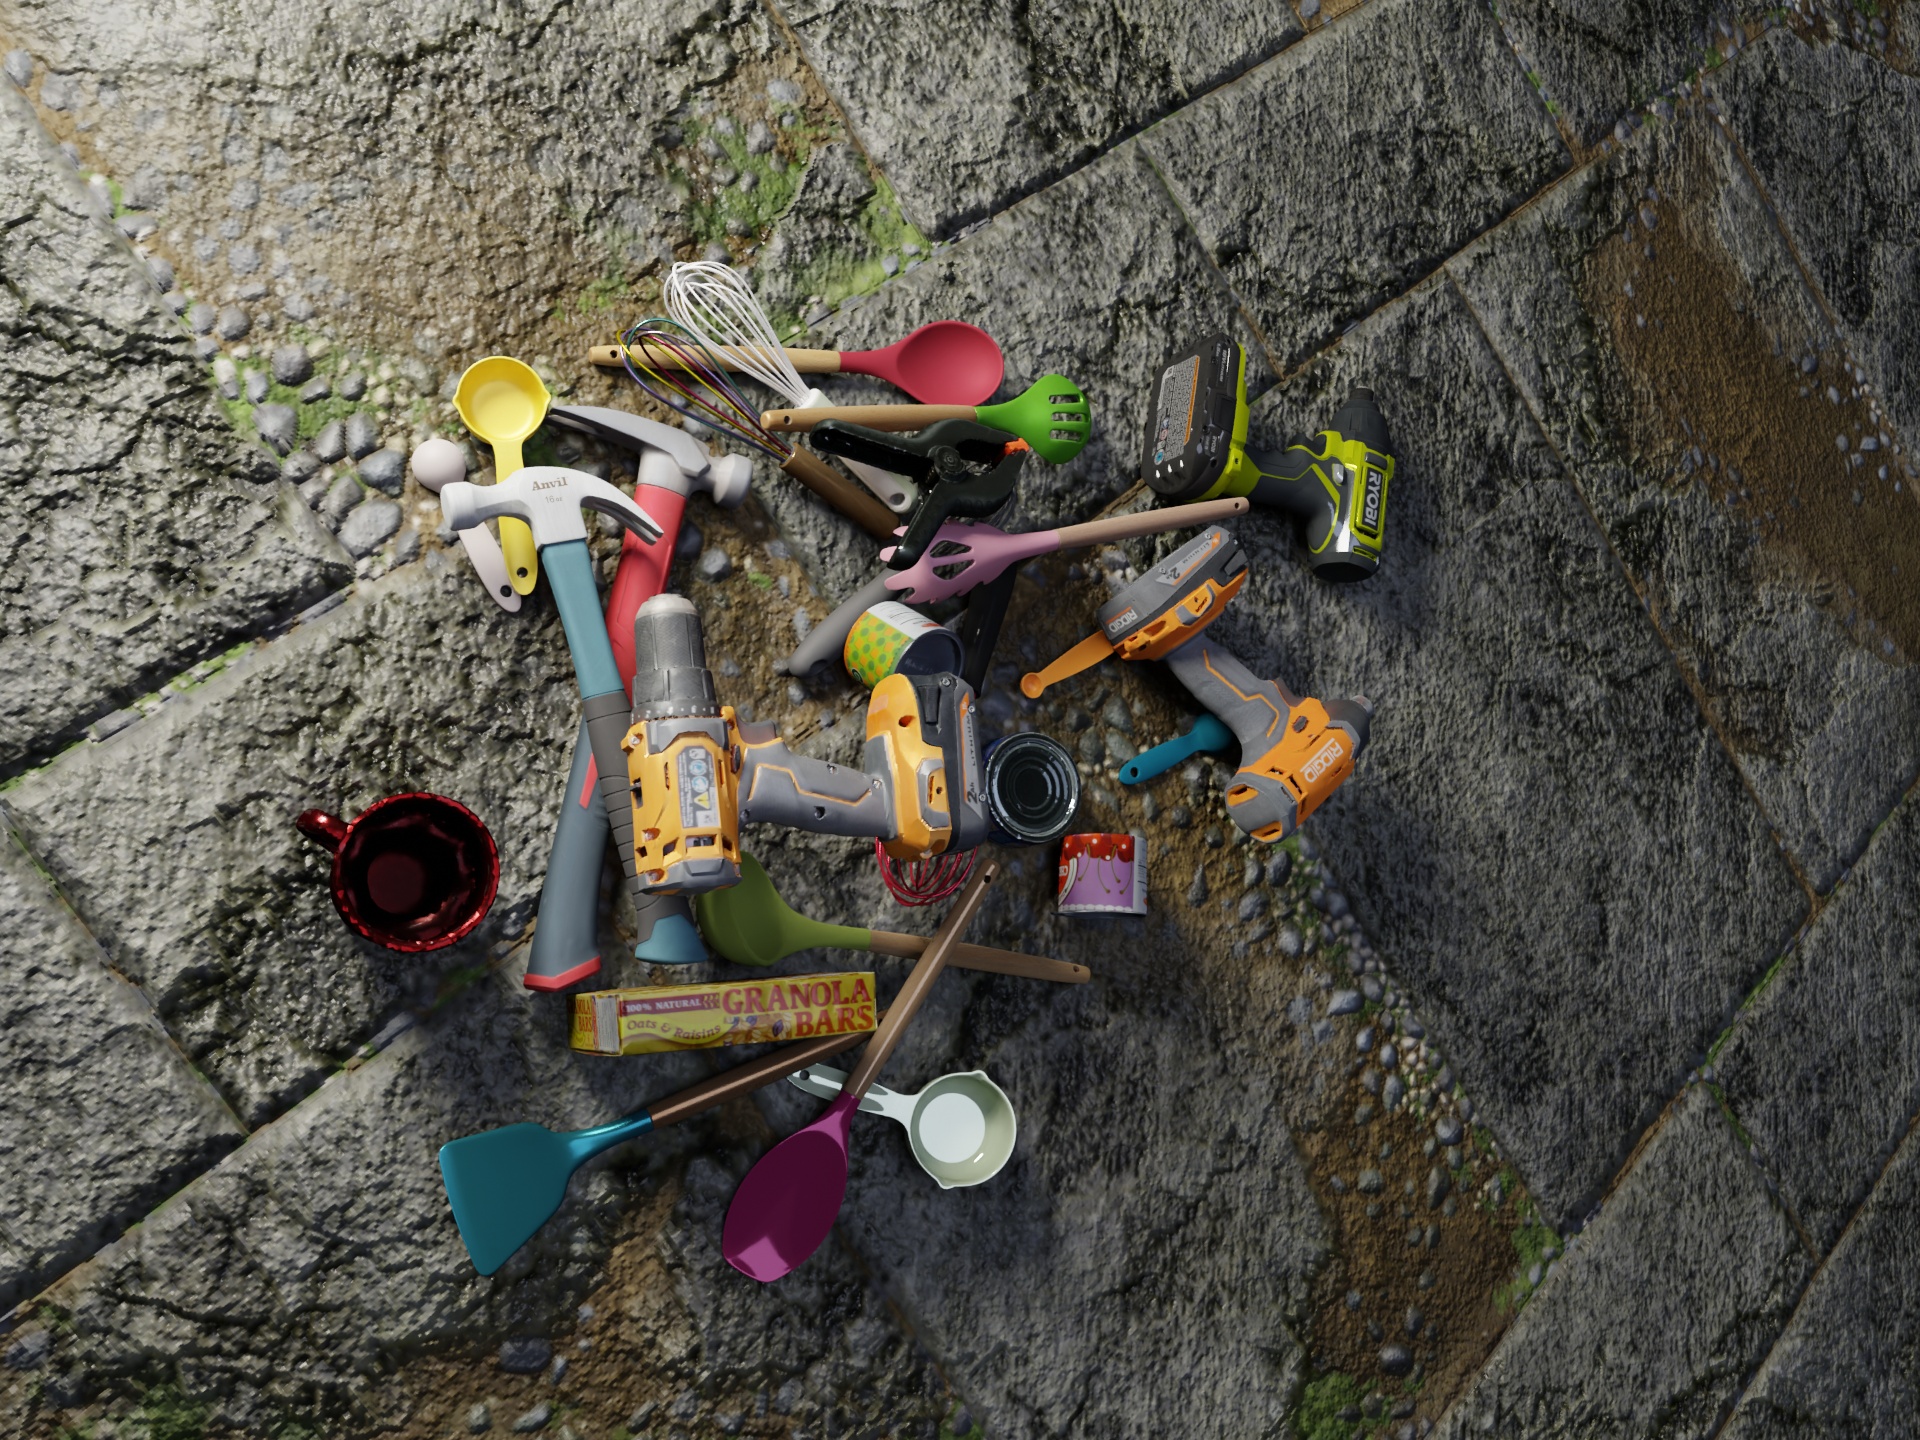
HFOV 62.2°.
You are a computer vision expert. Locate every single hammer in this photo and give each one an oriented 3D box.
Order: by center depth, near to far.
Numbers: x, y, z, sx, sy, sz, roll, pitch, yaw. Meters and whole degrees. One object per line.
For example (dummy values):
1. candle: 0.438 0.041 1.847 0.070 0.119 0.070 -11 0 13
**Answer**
1. hammer: -0.224 -0.002 1.010 0.128 0.033 0.331 -14 87 -25
2. hammer: -0.243 -0.017 1.044 0.143 0.038 0.386 16 74 -23

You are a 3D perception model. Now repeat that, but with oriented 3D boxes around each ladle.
1. ladle: -0.036 0.152 1.112 0.320 0.062 0.078 14 50 -28
2. ladle: -0.114 -0.262 1.163 0.315 0.031 0.069 -5 90 -26

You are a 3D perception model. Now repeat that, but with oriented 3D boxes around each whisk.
1. whisk: -0.138 -0.202 1.123 0.244 0.047 0.051 34 86 -28
2. whisk: -0.115 -0.231 1.129 0.246 0.058 0.059 43 28 -28
3. whisk: -0.002 -0.004 1.157 0.073 0.073 0.296 25 65 -22
4. whisk: -0.040 -0.111 1.163 0.239 0.055 0.055 -45 102 -22

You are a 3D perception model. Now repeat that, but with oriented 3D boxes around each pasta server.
1. pasta server: 0.088 -0.139 1.190 0.316 0.040 0.060 -14 99 -29

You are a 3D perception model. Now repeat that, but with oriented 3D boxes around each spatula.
1. spatula: -0.173 0.249 1.025 0.317 0.044 0.082 -19 89 -28

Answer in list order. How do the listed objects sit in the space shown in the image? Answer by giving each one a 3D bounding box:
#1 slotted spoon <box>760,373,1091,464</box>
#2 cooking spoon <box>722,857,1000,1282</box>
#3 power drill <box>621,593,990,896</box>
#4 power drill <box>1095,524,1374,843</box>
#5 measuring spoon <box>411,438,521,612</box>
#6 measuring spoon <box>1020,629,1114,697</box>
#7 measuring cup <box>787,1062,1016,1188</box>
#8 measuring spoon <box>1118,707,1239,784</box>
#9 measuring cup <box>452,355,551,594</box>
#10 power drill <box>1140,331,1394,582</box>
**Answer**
1. slotted spoon: -0.012 -0.221 1.173 0.313 0.031 0.070 -9 99 -39
2. cooking spoon: -0.060 0.231 1.077 0.068 0.017 0.319 35 79 -12
3. power drill: -0.103 0.011 1.013 0.226 0.084 0.185 -3 80 -28
4. power drill: 0.228 -0.036 1.254 0.164 0.084 0.226 -37 92 -33
5. measuring spoon: -0.317 -0.127 1.035 0.034 0.018 0.124 -30 96 -29
6. measuring spoon: 0.088 -0.047 1.240 0.117 0.011 0.021 -31 100 -32
7. measuring cup: -0.044 0.269 1.104 0.167 0.038 0.083 20 74 -6
8. measuring spoon: 0.178 0.022 1.265 0.128 0.021 0.042 -24 93 -31
9. measuring cup: -0.297 -0.160 1.049 0.062 0.029 0.156 -7 91 -17
10. power drill: 0.267 -0.228 1.331 0.223 0.080 0.171 17 74 -28
